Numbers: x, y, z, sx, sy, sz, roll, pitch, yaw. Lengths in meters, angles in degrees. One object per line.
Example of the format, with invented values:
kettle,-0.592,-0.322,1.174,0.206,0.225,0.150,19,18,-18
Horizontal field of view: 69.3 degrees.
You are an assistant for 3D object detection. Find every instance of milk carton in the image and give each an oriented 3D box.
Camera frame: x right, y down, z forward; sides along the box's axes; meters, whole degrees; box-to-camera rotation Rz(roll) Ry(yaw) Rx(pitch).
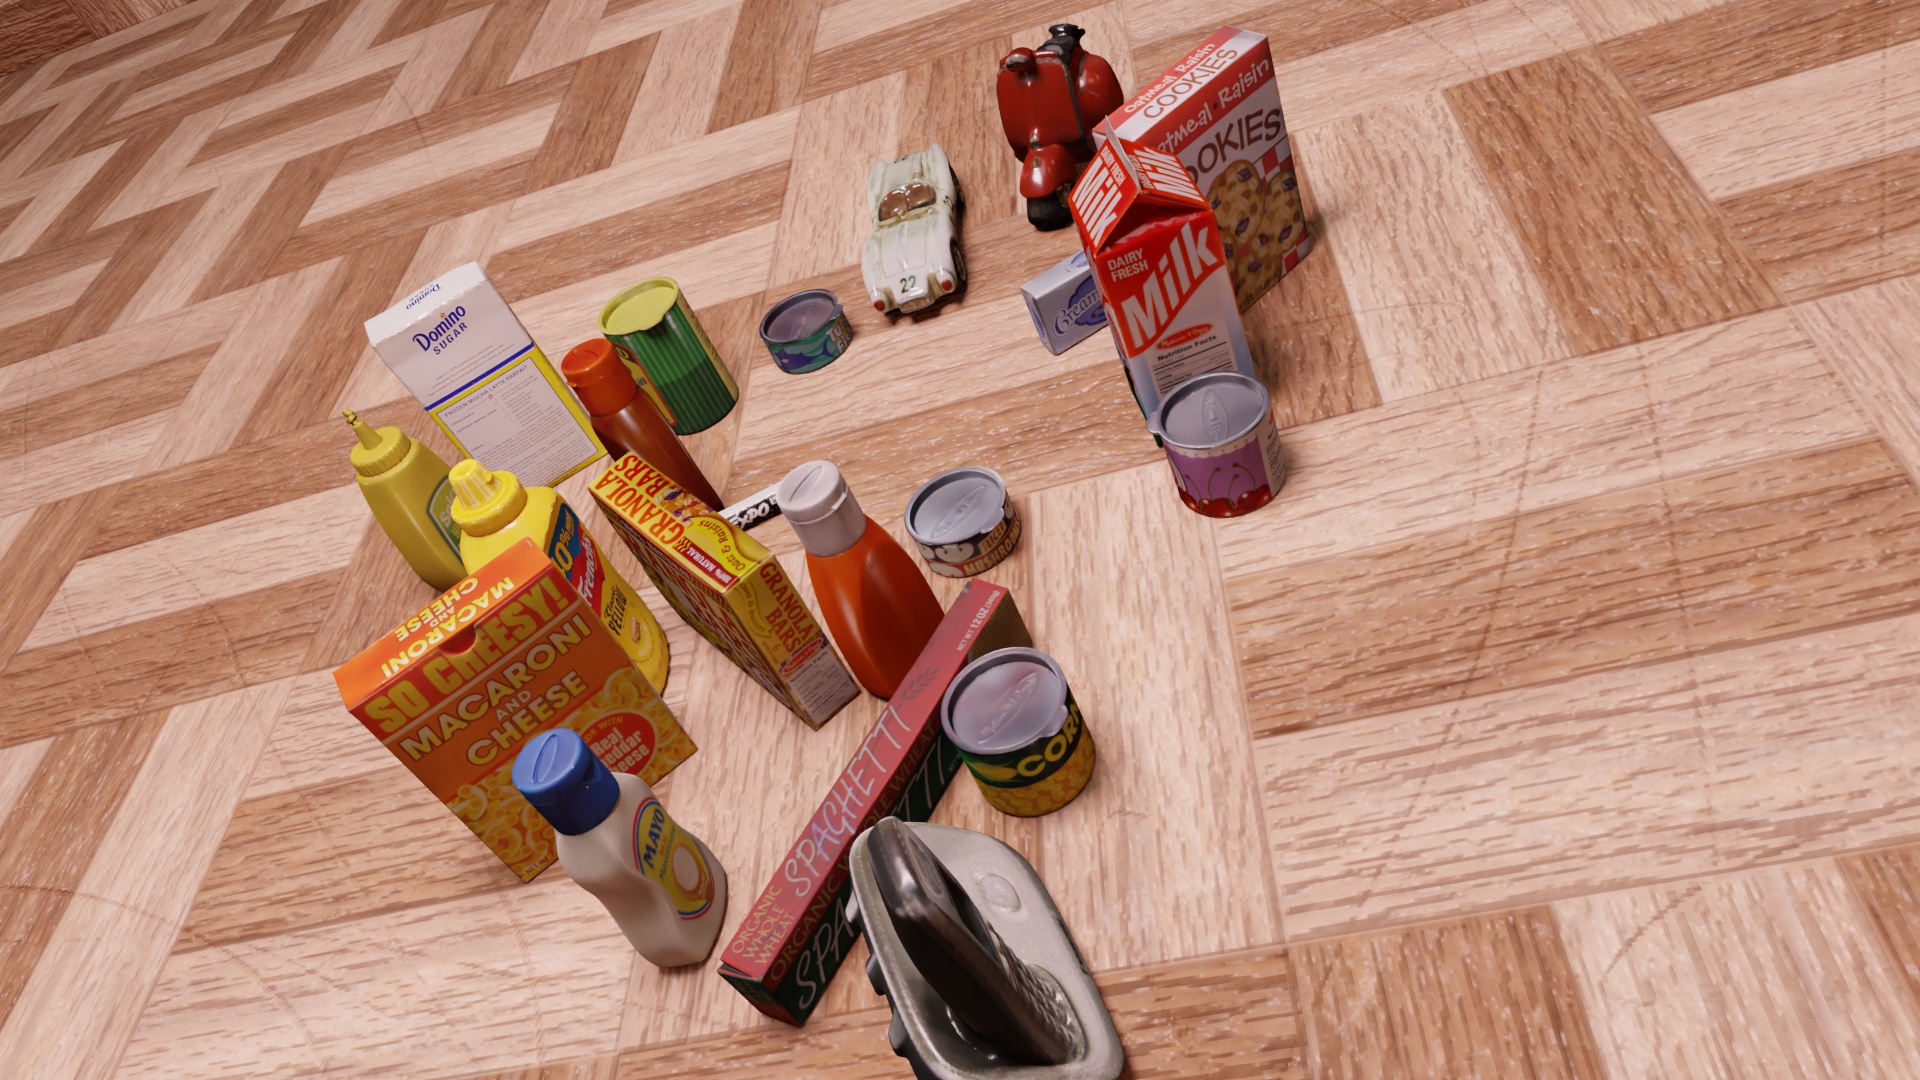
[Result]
milk carton,0.119,-0.157,0.830,0.073,0.189,0.073,-21,41,6

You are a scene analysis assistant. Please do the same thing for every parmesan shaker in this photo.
parmesan shaker,-0.218,-0.136,1.044,0.071,0.102,0.072,-14,42,13

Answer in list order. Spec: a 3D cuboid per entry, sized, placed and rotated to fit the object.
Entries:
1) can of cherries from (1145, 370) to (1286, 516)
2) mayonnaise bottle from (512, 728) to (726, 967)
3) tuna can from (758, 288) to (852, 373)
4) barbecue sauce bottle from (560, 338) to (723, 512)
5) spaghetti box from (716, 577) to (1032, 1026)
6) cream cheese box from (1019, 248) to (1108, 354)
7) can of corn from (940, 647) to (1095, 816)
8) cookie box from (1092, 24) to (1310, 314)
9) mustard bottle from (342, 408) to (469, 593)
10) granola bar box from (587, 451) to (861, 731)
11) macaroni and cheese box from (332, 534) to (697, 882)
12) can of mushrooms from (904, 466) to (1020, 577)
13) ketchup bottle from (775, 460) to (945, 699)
can of cherries,0.150,-0.056,0.811,0.071,0.058,0.072,-14,42,13
mayonnaise bottle,-0.166,0.150,0.687,0.041,0.147,0.065,-12,43,16
tuna can,-0.117,-0.162,1.074,0.071,0.032,0.071,-14,42,13
barbecue sauce bottle,-0.217,-0.069,0.939,0.065,0.148,0.044,22,60,41
spaghetti box,-0.036,0.128,0.719,0.028,0.050,0.251,10,52,34
cream cheese box,0.096,-0.178,0.968,0.104,0.053,0.024,-32,41,-7
can of corn,0.033,0.099,0.709,0.071,0.058,0.071,-14,42,13
cookie box,0.159,-0.224,0.898,0.123,0.166,0.040,-41,43,-17
mustard bottle,-0.381,-0.030,0.972,0.049,0.159,0.066,-6,45,22
granola bar box,-0.142,0.028,0.819,0.039,0.123,0.166,-42,43,-17
macaroni and cheese box,-0.238,0.096,0.765,0.124,0.165,0.040,-38,42,-14
can of mushrooms,0.003,-0.011,0.856,0.071,0.033,0.071,-14,42,13
ketchup bottle,-0.054,0.020,0.765,0.043,0.148,0.065,12,53,35
